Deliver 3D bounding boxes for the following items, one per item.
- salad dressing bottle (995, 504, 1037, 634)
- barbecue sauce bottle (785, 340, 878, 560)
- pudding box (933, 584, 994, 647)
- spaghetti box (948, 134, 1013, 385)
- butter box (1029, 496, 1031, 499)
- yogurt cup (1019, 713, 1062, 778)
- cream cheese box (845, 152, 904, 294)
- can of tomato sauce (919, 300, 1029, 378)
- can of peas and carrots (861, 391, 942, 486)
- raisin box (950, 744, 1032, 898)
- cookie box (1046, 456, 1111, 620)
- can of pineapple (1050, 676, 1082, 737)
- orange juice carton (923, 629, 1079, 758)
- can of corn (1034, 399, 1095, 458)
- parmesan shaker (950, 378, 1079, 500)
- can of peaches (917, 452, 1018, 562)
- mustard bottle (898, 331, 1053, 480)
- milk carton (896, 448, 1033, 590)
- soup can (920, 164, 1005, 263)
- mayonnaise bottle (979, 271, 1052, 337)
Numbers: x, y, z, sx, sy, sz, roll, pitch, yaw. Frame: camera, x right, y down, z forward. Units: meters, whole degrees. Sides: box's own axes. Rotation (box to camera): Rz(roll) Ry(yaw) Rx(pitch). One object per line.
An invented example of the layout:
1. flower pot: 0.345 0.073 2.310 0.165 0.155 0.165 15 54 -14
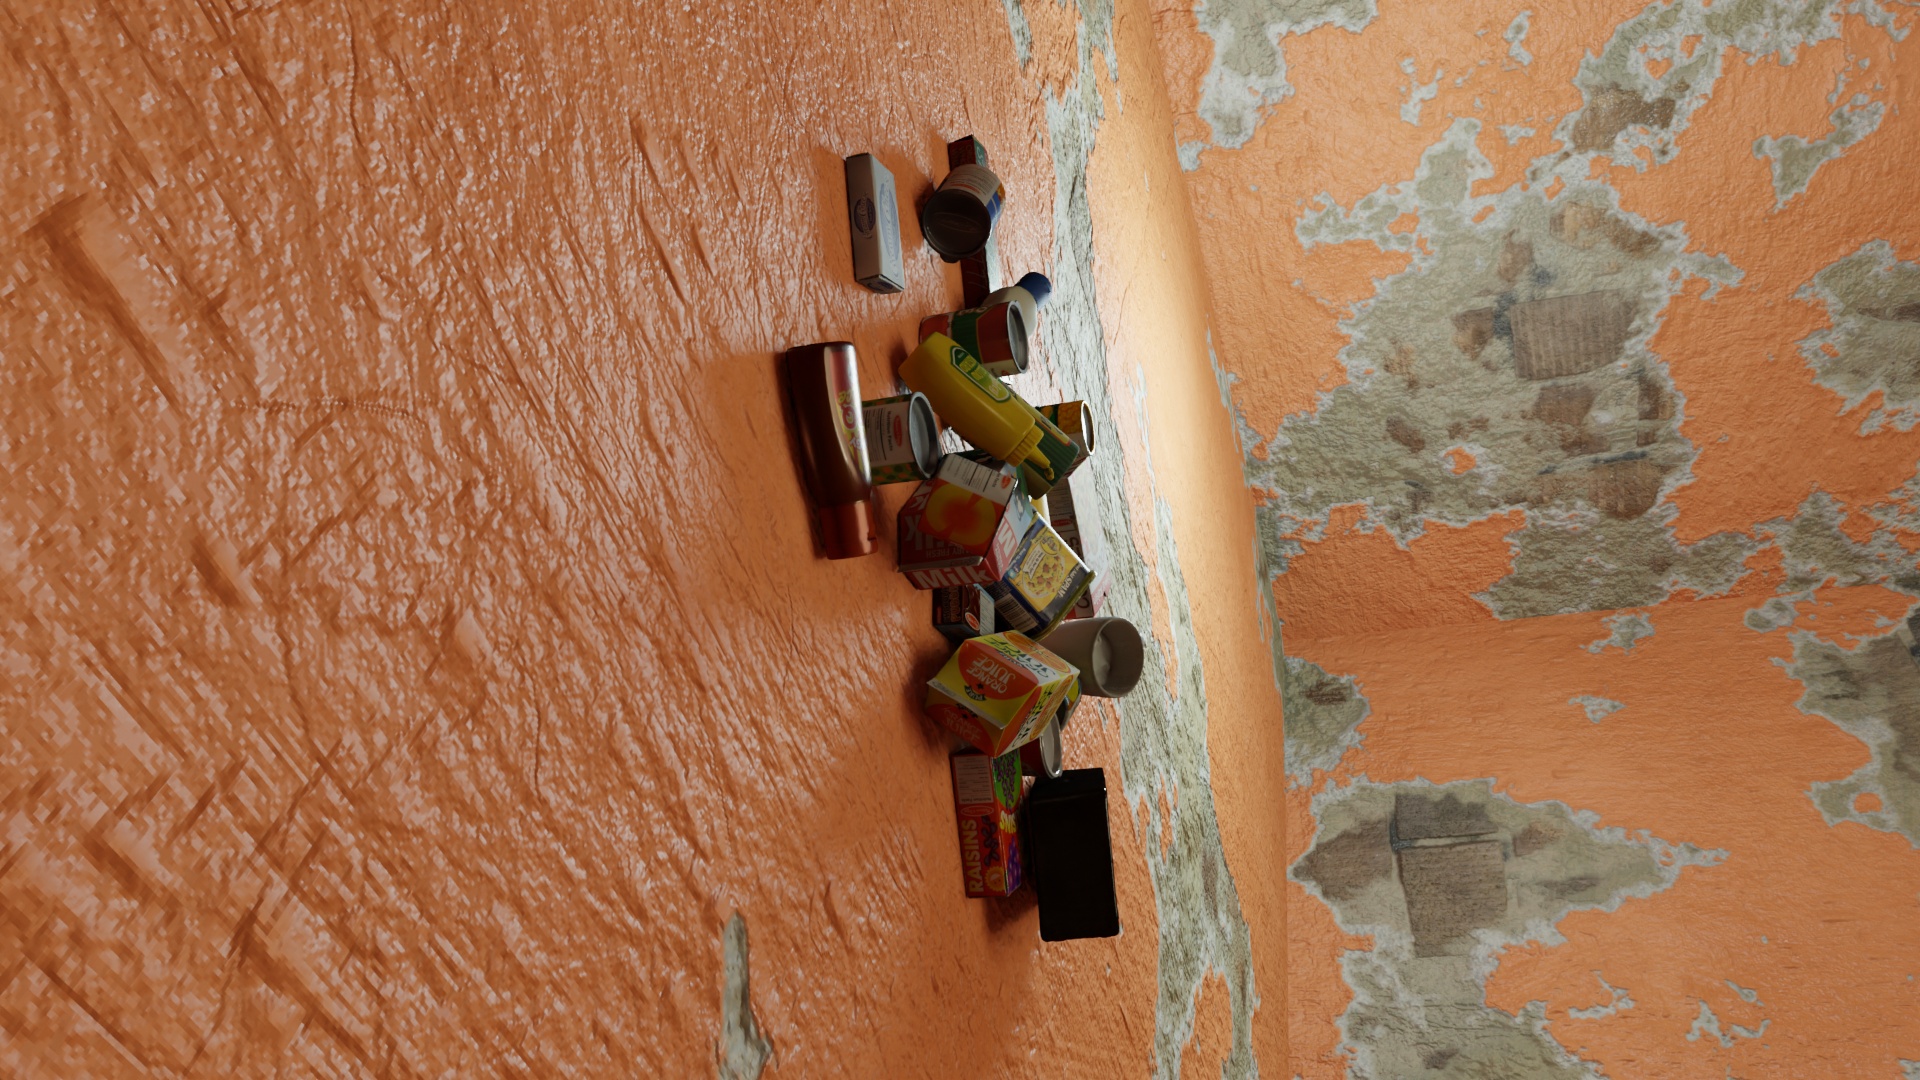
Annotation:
1. salad dressing bottle: 0.052 0.035 1.344 0.064 0.044 0.148 46 40 -52
2. barbecue sauce bottle: -0.086 -0.062 0.963 0.065 0.043 0.148 -22 104 -72
3. pudding box: 0.004 0.062 1.210 0.083 0.030 0.050 46 41 -61
4. spaghetti box: 0.021 -0.280 1.402 0.050 0.028 0.250 5 78 -72
5. butter box: 0.044 -0.052 1.342 0.104 0.053 0.024 -67 143 -59
6. yogurt cup: 0.061 0.189 1.293 0.072 0.054 0.072 -9 91 -72
7. cream cheese box: -0.069 -0.255 1.126 0.053 0.024 0.104 13 70 -70
8. can of tomato sauce: 0.013 -0.178 1.248 0.071 0.083 0.071 -9 91 -72
9. can of peas and carrots: -0.053 -0.074 1.046 0.071 0.058 0.071 -8 91 -73
10. raisin box: 0.029 0.238 1.202 0.086 0.040 0.123 -2 86 -73
11. cookie box: 0.137 -0.004 1.624 0.123 0.040 0.167 -43 124 -68
12. can of pineapple: 0.079 0.152 1.349 0.058 0.071 0.071 -42 123 -68
13. orange juice carton: 0.032 0.127 1.159 0.073 0.072 0.193 -61 164 9
14. can of corn: 0.119 -0.127 1.590 0.071 0.058 0.071 -8 91 -72
15. parmesan shaker: 0.051 -0.094 1.284 0.103 0.071 0.072 40 30 -8
16. can of peaches: 0.004 -0.025 1.062 0.071 0.058 0.071 -33 146 -90
17. mustard bottle: 0.022 -0.109 1.175 0.160 0.048 0.065 40 27 -5
18. milk carton: 0.004 -0.015 1.174 0.191 0.072 0.073 -57 137 -63
19. soup can: 0.003 -0.307 1.303 0.084 0.071 0.071 -68 146 -57
20. mayonnaise bottle: 0.042 -0.213 1.348 0.149 0.041 0.064 -49 120 -43
